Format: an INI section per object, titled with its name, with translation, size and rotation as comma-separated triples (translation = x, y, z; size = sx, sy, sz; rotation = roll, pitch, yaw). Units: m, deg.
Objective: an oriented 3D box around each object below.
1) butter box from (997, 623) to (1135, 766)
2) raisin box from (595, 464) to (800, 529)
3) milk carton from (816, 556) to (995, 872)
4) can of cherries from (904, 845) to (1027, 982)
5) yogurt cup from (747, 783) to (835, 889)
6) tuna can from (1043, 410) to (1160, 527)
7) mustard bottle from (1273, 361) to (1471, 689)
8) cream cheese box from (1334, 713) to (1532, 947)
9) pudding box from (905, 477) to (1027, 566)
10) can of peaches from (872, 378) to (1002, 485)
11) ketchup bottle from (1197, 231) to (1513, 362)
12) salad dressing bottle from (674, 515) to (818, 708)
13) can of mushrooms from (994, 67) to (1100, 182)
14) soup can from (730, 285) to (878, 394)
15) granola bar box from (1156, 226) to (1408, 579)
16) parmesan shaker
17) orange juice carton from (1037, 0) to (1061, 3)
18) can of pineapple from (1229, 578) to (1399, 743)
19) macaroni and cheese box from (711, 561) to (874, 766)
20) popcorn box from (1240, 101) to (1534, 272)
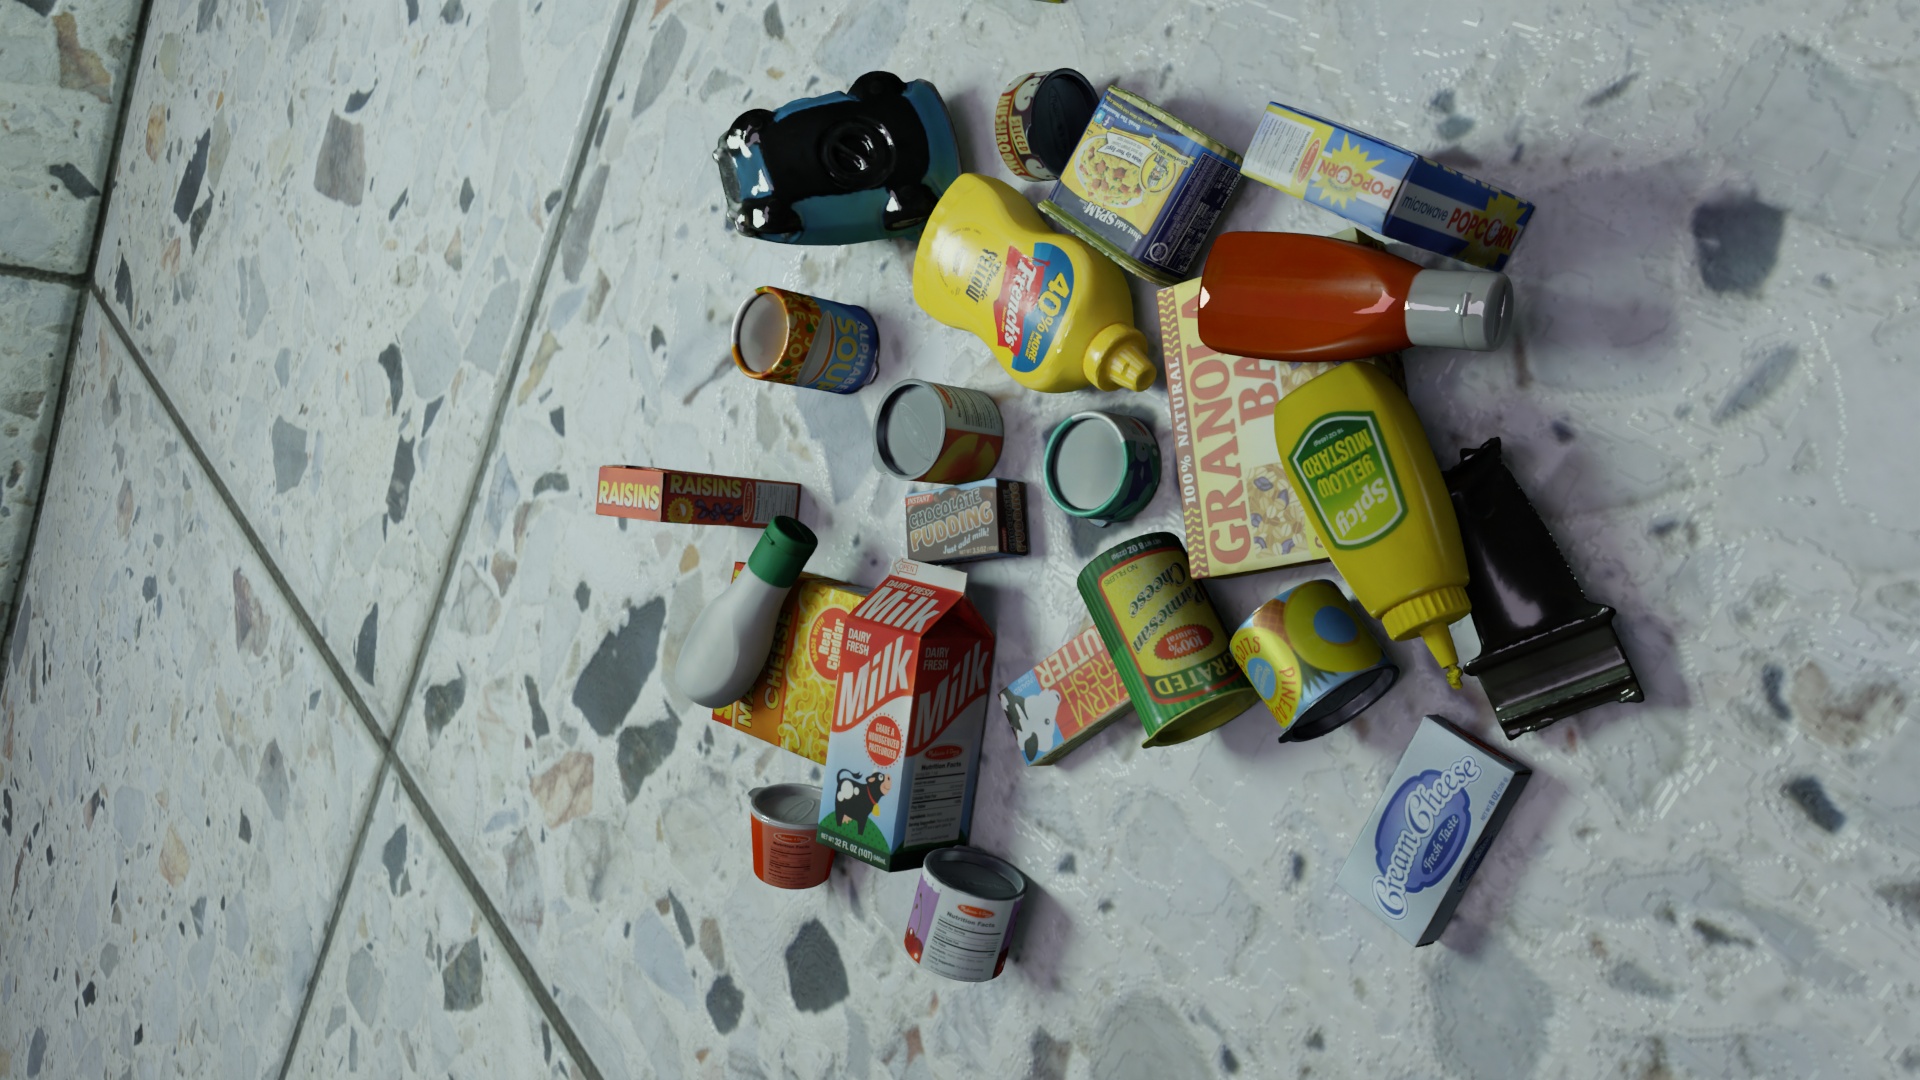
[butter box]
translation = 0.072, 0.091, 0.841
size = 0.103, 0.024, 0.053
rotation = -40, 62, 34
[raisin box]
translation = -0.193, -0.031, 1.028
size = 0.086, 0.123, 0.040
rotation = 7, 93, 43
[milk carton]
translation = -0.033, 0.109, 0.903
size = 0.072, 0.073, 0.190
rotation = 11, 94, 43
[can of cherries]
translation = 0.003, 0.232, 0.869
size = 0.071, 0.071, 0.058
rotation = 23, 104, 41
[yogurt cup]
translation = -0.117, 0.210, 0.981
size = 0.072, 0.072, 0.053
rotation = 19, 108, 42
[tuna can]
translation = 0.083, -0.042, 0.834
size = 0.071, 0.033, 0.071
rotation = -4, 84, 42
[mustard bottle]
translation = 0.203, -0.005, 0.657
size = 0.065, 0.049, 0.160
rotation = -34, 67, 35
[cream cheese box]
translation = 0.232, 0.143, 0.688
size = 0.053, 0.024, 0.103
rotation = 36, 111, 40
[pudding box]
translation = 0.003, -0.011, 0.908
size = 0.083, 0.030, 0.049
rotation = -8, 81, 42
[can of peaches]
translation = -0.016, -0.069, 0.911
size = 0.071, 0.058, 0.071
rotation = -3, 86, 43
[ketchup bottle]
translation = 0.190, -0.117, 0.680
size = 0.149, 0.043, 0.064
rotation = 13, 96, 40
[salad dressing bottle]
translation = -0.150, 0.051, 0.981
size = 0.064, 0.044, 0.147
rotation = 49, 116, 36
[can of mushrooms]
translation = 0.053, -0.253, 0.852
size = 0.033, 0.071, 0.071
rotation = 11, 94, 44
[soup can]
translation = -0.109, -0.140, 0.984
size = 0.071, 0.084, 0.071
rotation = -3, 85, 42
[granola bar box]
translation = 0.175, -0.068, 0.746
size = 0.124, 0.039, 0.165
rotation = -12, 79, 40
[parmesan shaker]
translation = 0.112, 0.055, 0.774
size = 0.071, 0.071, 0.103
rotation = -41, 61, 33
[orange juice carton]
translation = -0.014, -0.412, 0.923
size = 0.193, 0.073, 0.071
rotation = 28, 106, 41
[can of pineapple]
translation = 0.179, 0.062, 0.713
size = 0.070, 0.071, 0.058
rotation = -49, 56, 29
[macaroni and cheese box]
translation = -0.108, 0.088, 0.997
size = 0.166, 0.040, 0.123
rotation = 12, 94, 42
[popcorn box]
translation = 0.206, -0.168, 0.666
size = 0.085, 0.127, 0.038
rotation = 37, 115, 38
